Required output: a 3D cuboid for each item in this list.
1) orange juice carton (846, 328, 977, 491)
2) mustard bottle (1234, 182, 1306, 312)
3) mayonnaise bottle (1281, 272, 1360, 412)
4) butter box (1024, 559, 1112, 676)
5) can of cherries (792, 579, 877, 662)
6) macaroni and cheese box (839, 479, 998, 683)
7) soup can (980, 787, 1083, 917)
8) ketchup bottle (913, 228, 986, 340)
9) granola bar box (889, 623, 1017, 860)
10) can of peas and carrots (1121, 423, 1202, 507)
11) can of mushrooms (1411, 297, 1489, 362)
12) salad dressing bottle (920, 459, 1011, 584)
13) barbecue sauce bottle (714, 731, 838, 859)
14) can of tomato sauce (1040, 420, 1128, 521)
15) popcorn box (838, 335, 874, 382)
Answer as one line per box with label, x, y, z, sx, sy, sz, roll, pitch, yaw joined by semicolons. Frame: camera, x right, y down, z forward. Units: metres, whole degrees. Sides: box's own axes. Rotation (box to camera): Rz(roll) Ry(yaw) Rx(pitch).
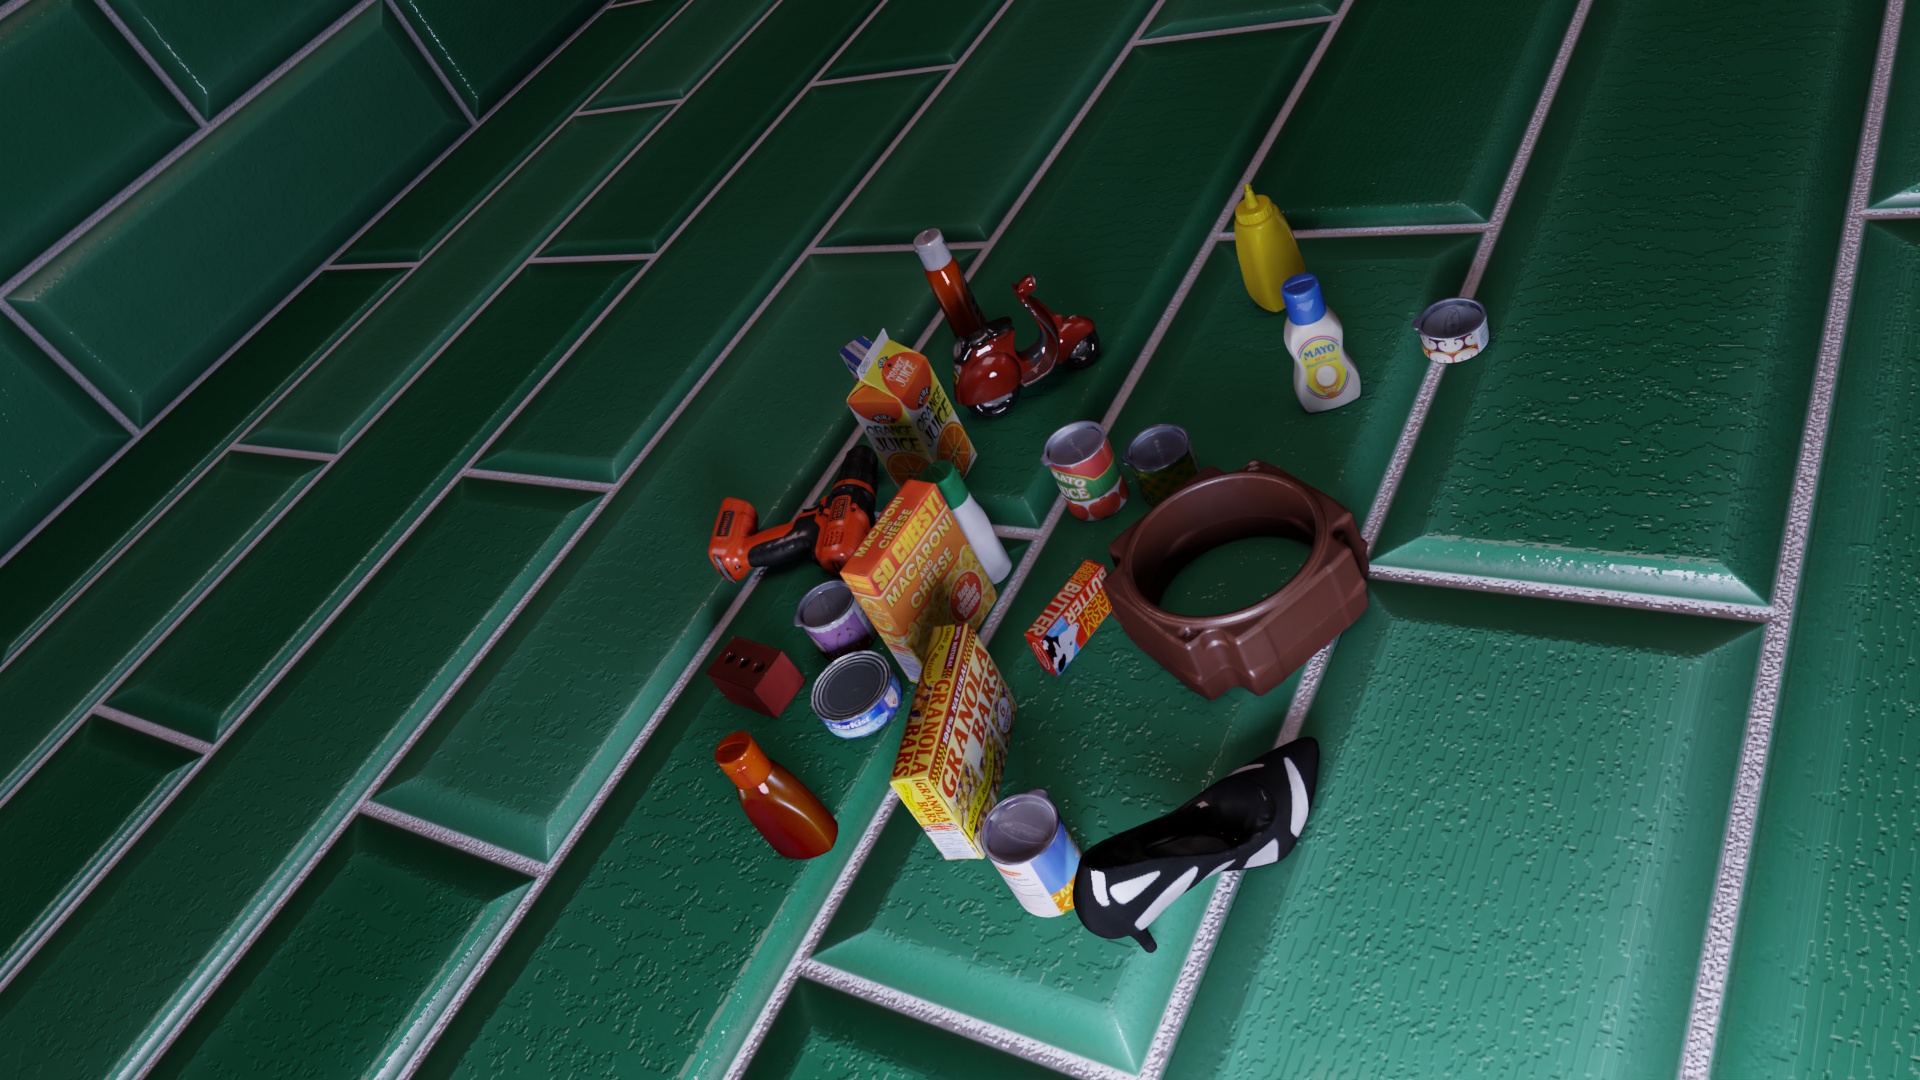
orange juice carton;-0.059;-0.137;1.520;0.073;0.192;0.072;2;49;33
mustard bottle;0.332;-0.327;1.518;0.065;0.159;0.049;-39;40;-11
mayonnaise bottle;0.352;-0.196;1.376;0.064;0.147;0.041;-17;41;14
butter box;0.106;0.072;1.310;0.024;0.053;0.104;19;59;42
can of cherries;-0.129;0.084;1.431;0.071;0.058;0.072;-16;41;15
macaroni and cheese box;-0.037;0.043;1.336;0.040;0.165;0.124;10;53;38
soup can;0.063;0.252;1.119;0.071;0.083;0.072;-16;41;15
ketchup bottle;-0.014;-0.315;1.717;0.043;0.148;0.065;-21;40;11
granola bar box;-0.001;0.174;1.208;0.039;0.123;0.166;-8;44;24
can of peas and carrots;0.205;-0.074;1.402;0.071;0.058;0.071;-16;41;15
can of mushrooms;0.494;-0.212;1.399;0.071;0.033;0.071;-16;41;15
salad dressing bottle;0.005;-0.017;1.390;0.044;0.147;0.064;-35;40;-6
barbecue sauce bottle;-0.166;0.227;1.230;0.065;0.148;0.044;-10;43;22
can of tomato sauce;0.128;-0.069;1.424;0.071;0.082;0.071;-16;41;15
popcorn box;-0.089;-0.187;1.675;0.038;0.085;0.127;-37;40;-10
